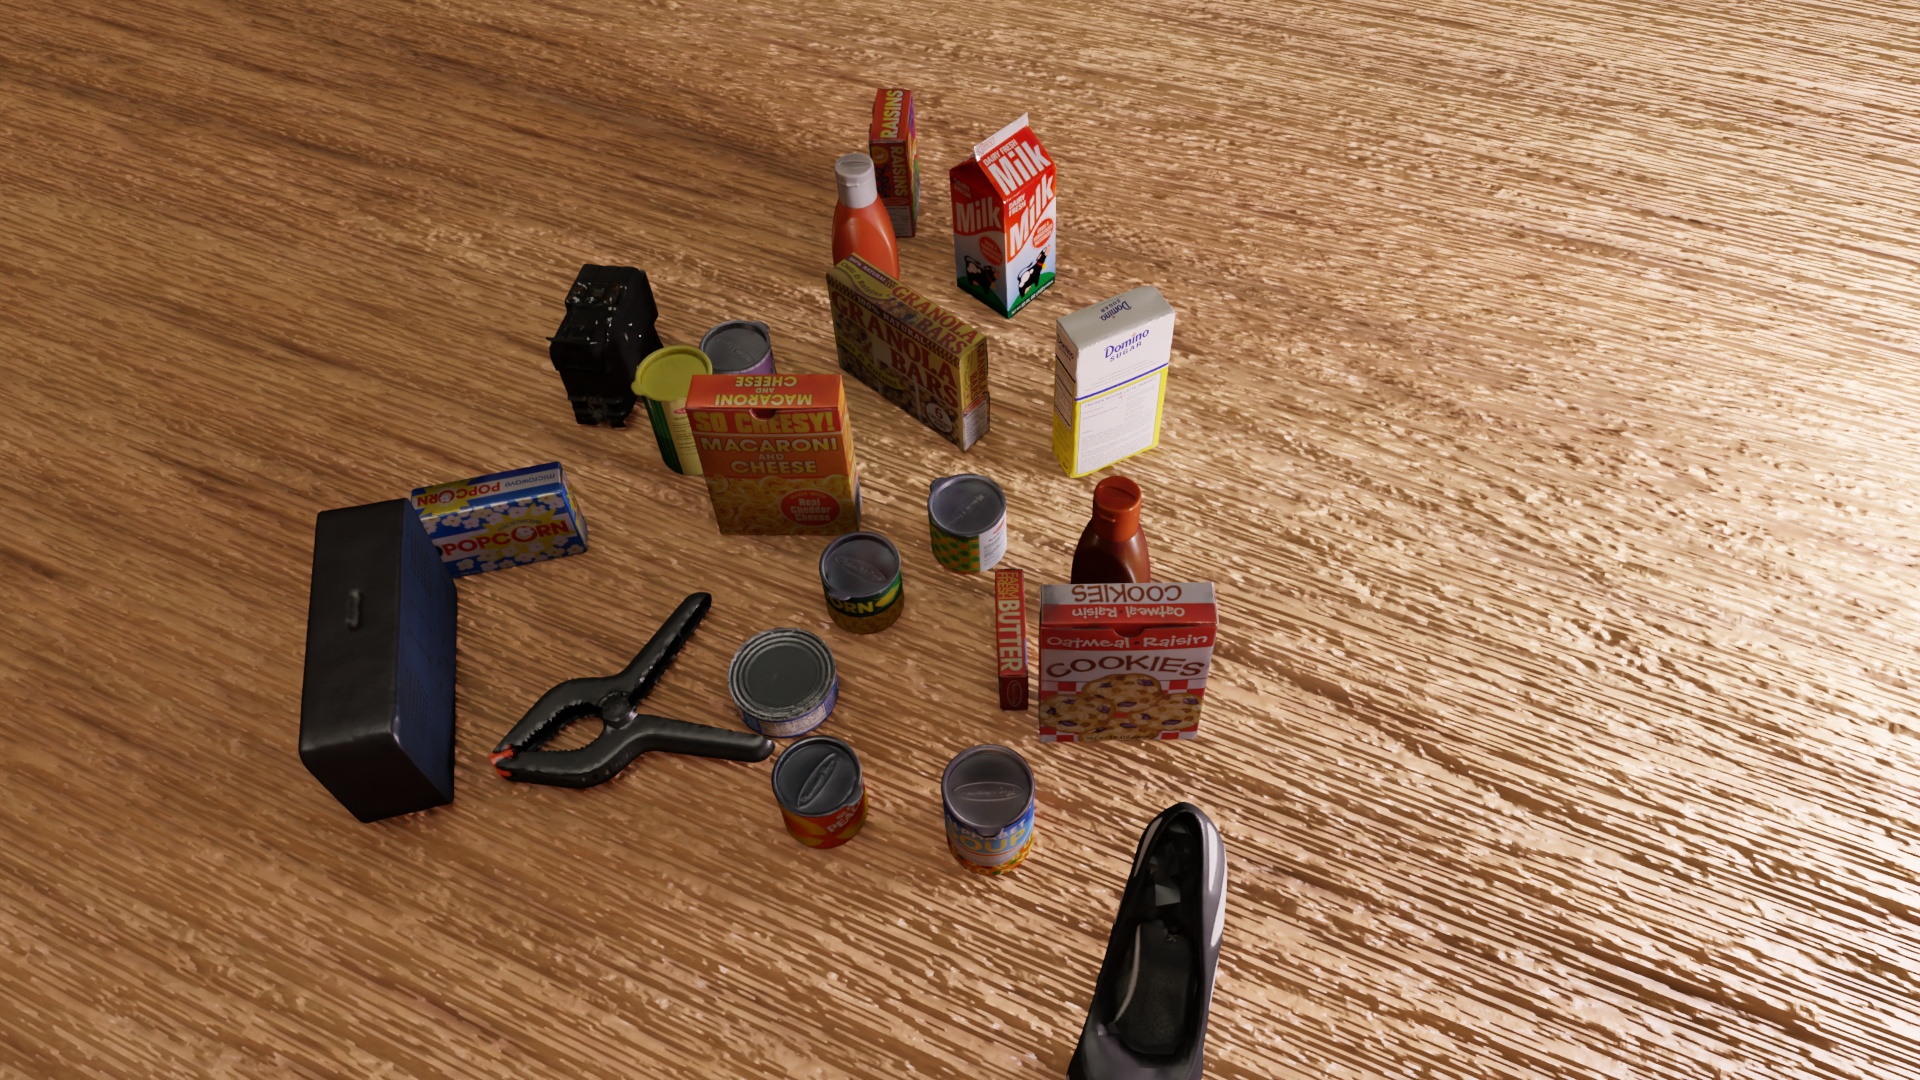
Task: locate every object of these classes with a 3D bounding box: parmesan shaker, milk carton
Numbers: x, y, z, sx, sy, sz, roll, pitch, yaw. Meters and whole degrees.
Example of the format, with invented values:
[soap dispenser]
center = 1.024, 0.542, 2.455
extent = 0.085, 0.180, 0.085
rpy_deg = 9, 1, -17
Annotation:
[parmesan shaker]
center = -0.247, -0.113, 1.235
extent = 0.071, 0.102, 0.071
rpy_deg = -1, 53, 2
[milk carton]
center = 0.041, -0.311, 1.317
extent = 0.073, 0.189, 0.072
rpy_deg = 37, 63, 26

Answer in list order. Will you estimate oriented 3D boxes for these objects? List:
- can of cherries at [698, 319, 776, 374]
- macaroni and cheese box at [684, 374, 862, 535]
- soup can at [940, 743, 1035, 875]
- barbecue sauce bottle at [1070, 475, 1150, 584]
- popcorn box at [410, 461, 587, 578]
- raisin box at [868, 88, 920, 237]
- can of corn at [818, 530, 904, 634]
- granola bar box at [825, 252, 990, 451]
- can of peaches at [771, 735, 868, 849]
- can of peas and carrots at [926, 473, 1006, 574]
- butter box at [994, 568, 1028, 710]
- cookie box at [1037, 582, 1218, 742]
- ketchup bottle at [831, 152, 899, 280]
[can of cherries]
center = -0.204, -0.164, 1.299
extent = 0.071, 0.058, 0.072
rpy_deg = -1, 53, 2
[macaroni and cheese box]
center = -0.151, -0.068, 1.157
extent = 0.124, 0.165, 0.040
rpy_deg = 0, 53, 3
[soup can]
center = 0.020, 0.198, 1.001
extent = 0.071, 0.083, 0.072
rpy_deg = -1, 53, 2
[barbecue sauce bottle]
center = 0.120, 0.009, 1.098
extent = 0.065, 0.147, 0.044
rpy_deg = 22, 58, 18
[popcorn box]
center = -0.390, -0.016, 1.180
extent = 0.127, 0.084, 0.038
rpy_deg = -12, 54, -6
[raisin box]
center = -0.067, -0.384, 1.418
extent = 0.040, 0.122, 0.086
rpy_deg = 2, 53, 4
[can of corn]
center = -0.082, 0.037, 1.142
extent = 0.071, 0.058, 0.071
rpy_deg = -1, 53, 2
[granola bar box]
center = -0.046, -0.171, 1.256
extent = 0.166, 0.123, 0.039
rpy_deg = 36, 63, 25
[can of peaches]
center = -0.101, 0.188, 1.030
extent = 0.071, 0.057, 0.071
rpy_deg = -1, 53, 2
[can of peas and carrots]
center = 0.004, -0.015, 1.177
extent = 0.071, 0.058, 0.071
rpy_deg = -1, 53, 2
[butter box]
center = 0.041, 0.078, 1.109
extent = 0.024, 0.052, 0.104
rpy_deg = -2, 53, 1
[cookie box]
center = 0.119, 0.093, 1.023
extent = 0.123, 0.166, 0.040
rpy_deg = -1, 53, 2
[ketchup bottle]
center = -0.096, -0.304, 1.343
extent = 0.065, 0.148, 0.044
rpy_deg = 3, 53, 5
